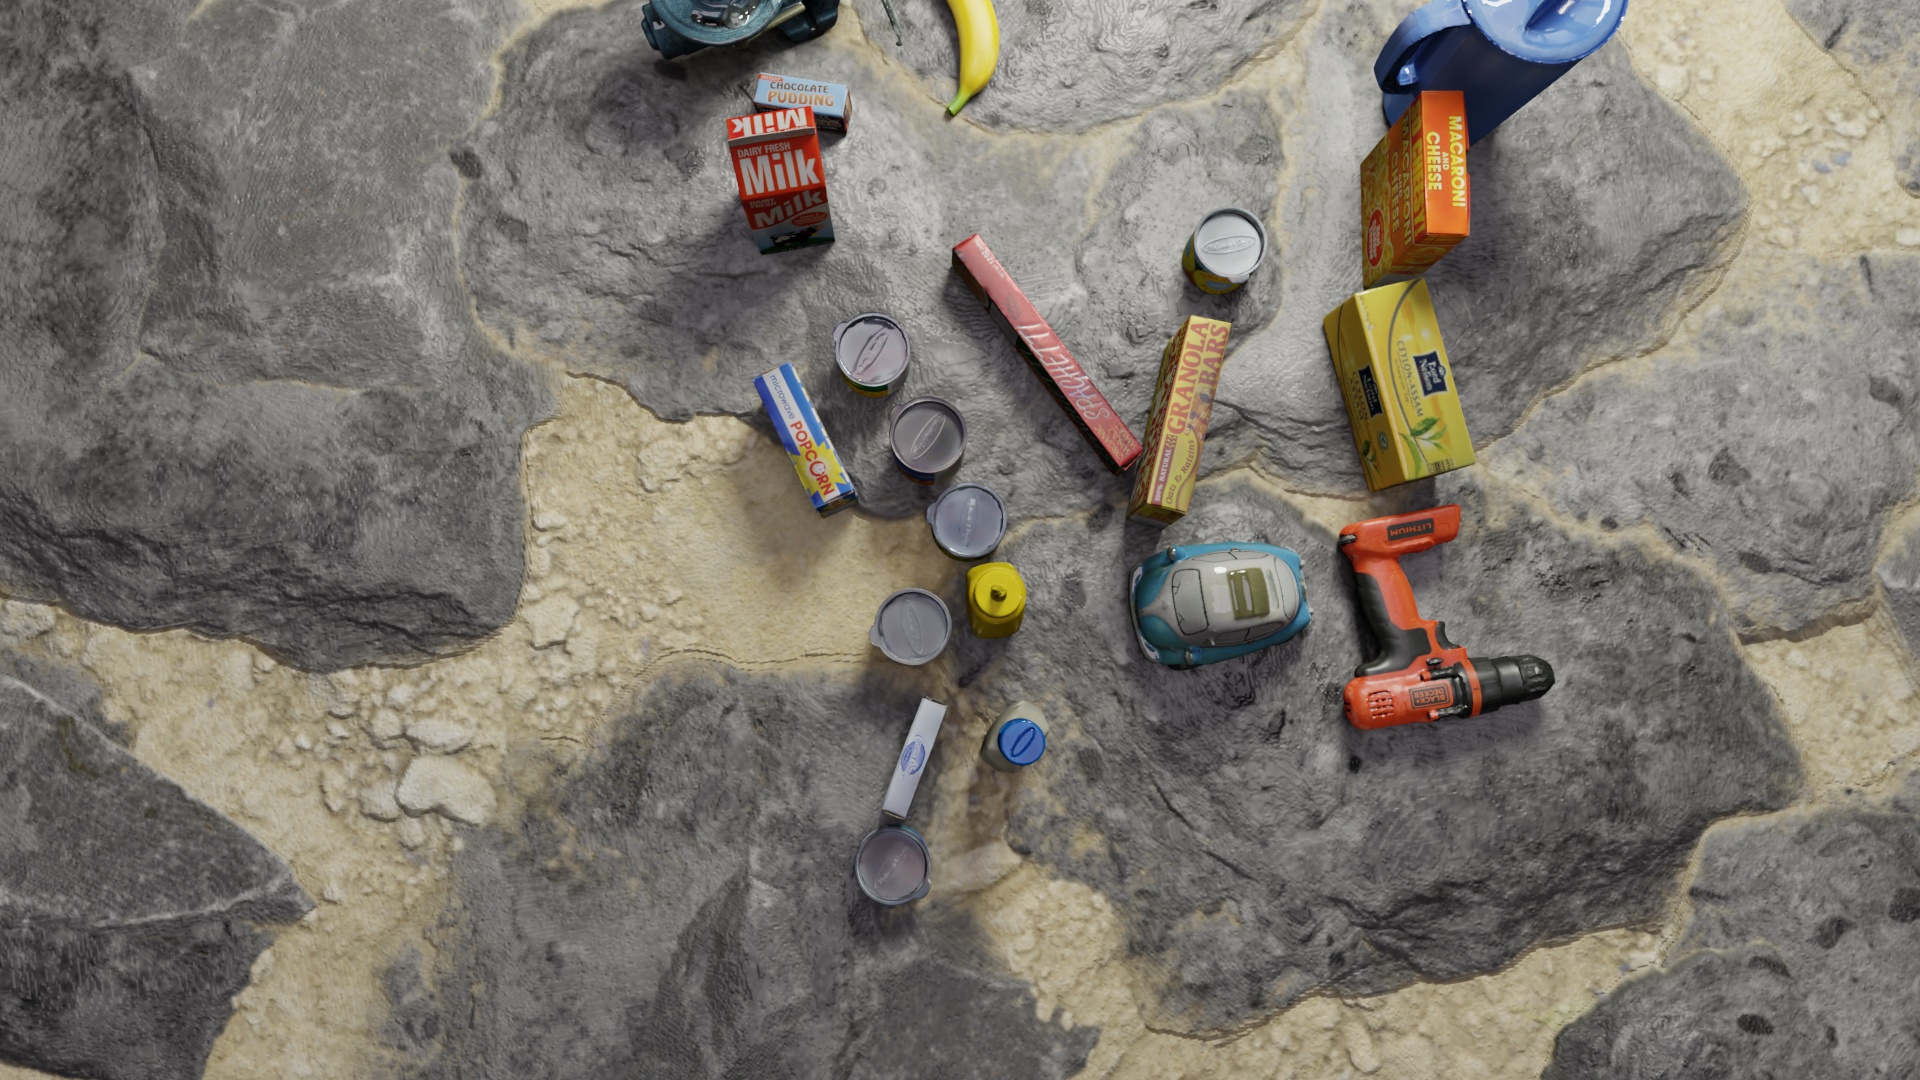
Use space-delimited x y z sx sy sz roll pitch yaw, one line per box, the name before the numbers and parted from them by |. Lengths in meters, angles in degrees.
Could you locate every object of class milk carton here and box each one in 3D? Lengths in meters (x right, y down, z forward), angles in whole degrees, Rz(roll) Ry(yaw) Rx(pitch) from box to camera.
milk carton | -0.152 -0.310 1.180 0.072 0.190 0.073 -11 85 -2

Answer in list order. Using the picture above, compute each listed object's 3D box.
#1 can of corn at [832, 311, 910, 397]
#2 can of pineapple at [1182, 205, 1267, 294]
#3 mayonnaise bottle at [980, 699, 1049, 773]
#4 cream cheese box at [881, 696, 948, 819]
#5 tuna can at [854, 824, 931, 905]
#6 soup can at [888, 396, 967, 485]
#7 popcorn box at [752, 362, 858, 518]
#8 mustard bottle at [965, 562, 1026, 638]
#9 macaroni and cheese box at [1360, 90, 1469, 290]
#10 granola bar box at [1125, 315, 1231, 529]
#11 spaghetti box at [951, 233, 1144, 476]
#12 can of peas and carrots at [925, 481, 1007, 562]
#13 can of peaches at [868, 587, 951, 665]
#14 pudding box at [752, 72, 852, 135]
can of corn | -0.079 -0.165 1.233 0.071 0.058 0.071 0 84 -1
can of pineapple | 0.237 -0.259 1.252 0.071 0.058 0.071 0 84 -1
mayonnaise bottle | 0.047 0.165 1.157 0.041 0.148 0.065 38 85 2
cream cheese box | -0.039 0.186 1.200 0.024 0.053 0.104 21 84 1
tuna can | -0.056 0.281 1.200 0.071 0.033 0.071 0 84 -2
soup can | -0.030 -0.087 1.214 0.071 0.083 0.071 0 84 -1
popcorn box | -0.134 -0.086 1.210 0.038 0.085 0.126 -26 85 -4
mustard bottle | 0.030 0.049 1.163 0.049 0.160 0.065 -7 85 -2
macaroni and cheese box | 0.392 -0.299 1.206 0.040 0.166 0.124 0 84 -1
granola bar box | 0.185 -0.099 1.201 0.039 0.124 0.165 14 84 0
spaghetti box | 0.077 -0.164 1.242 0.029 0.050 0.250 -37 86 -4
can of peas and carrots | 0.004 -0.015 1.220 0.071 0.058 0.071 0 84 -1
can of peaches | -0.044 0.076 1.209 0.071 0.058 0.071 0 84 -1
pudding box | -0.142 -0.396 1.260 0.084 0.049 0.030 9 84 -1
